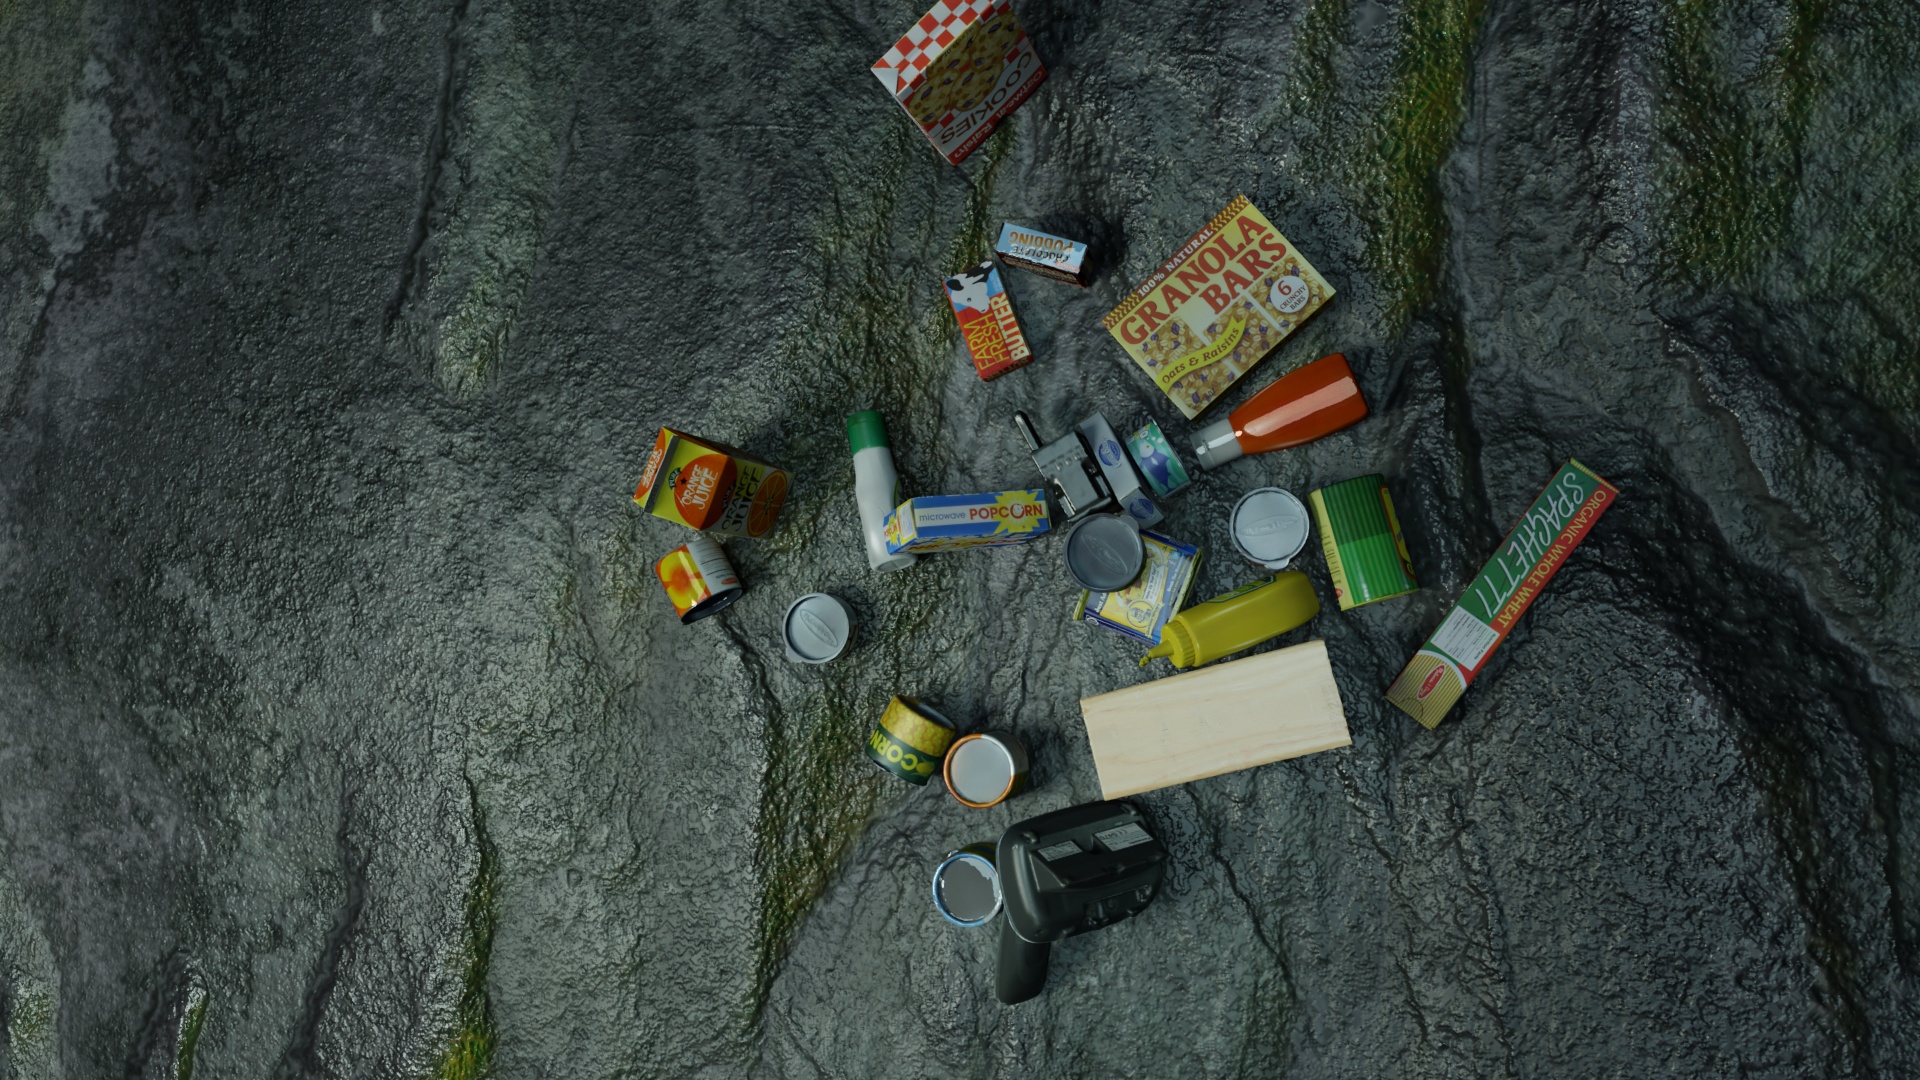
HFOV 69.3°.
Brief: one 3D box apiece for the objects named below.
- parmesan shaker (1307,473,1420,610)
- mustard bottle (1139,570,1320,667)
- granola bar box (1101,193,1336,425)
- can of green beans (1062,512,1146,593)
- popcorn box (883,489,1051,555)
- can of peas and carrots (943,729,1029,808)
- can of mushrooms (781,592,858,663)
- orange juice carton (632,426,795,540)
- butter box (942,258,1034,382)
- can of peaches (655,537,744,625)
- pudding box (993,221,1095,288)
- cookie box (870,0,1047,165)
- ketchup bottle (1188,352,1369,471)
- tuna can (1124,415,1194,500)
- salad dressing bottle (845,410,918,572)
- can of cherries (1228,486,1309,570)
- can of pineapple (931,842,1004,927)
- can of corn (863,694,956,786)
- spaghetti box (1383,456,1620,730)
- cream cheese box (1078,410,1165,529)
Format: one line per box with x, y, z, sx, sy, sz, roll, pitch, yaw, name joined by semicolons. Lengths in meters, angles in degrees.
0.338;0.001;1.166;0.071;0.071;0.103;-16;82;13;parmesan shaker
0.221;0.072;1.170;0.160;0.065;0.049;-21;90;-14;mustard bottle
0.227;-0.203;1.229;0.165;0.039;0.124;-42;78;8;granola bar box
0.122;0.012;1.168;0.071;0.058;0.071;-1;87;11;can of green beans
0.004;-0.015;1.220;0.127;0.085;0.038;-4;80;-20;popcorn box
0.022;0.205;1.238;0.071;0.059;0.071;-1;85;15;can of peas and carrots
-0.132;0.084;1.302;0.071;0.033;0.071;-1;86;14;can of mushrooms
-0.228;-0.051;1.255;0.073;0.193;0.071;23;93;16;orange juice carton
0.026;-0.204;1.289;0.053;0.024;0.103;-23;80;11;butter box
-0.250;0.039;1.319;0.071;0.071;0.058;-32;79;10;can of peaches
0.077;-0.260;1.267;0.084;0.049;0.030;20;89;15;pudding box
0.004;-0.416;1.238;0.123;0.167;0.040;-42;74;8;cookie box
0.274;-0.106;1.206;0.148;0.043;0.065;-24;79;12;ketchup bottle
0.173;-0.072;1.217;0.033;0.071;0.071;-32;79;11;tuna can
-0.075;-0.047;1.285;0.044;0.064;0.148;-14;75;7;salad dressing bottle
0.266;-0.008;1.193;0.071;0.058;0.071;-1;85;13;can of cherries
0.011;0.305;1.233;0.071;0.058;0.071;-1;86;15;can of pineapple
-0.046;0.179;1.252;0.071;0.071;0.058;30;93;15;can of corn
0.449;0.045;1.156;0.050;0.028;0.250;38;95;14;spaghetti box
0.141;-0.062;1.210;0.024;0.053;0.104;-34;47;14;cream cheese box
